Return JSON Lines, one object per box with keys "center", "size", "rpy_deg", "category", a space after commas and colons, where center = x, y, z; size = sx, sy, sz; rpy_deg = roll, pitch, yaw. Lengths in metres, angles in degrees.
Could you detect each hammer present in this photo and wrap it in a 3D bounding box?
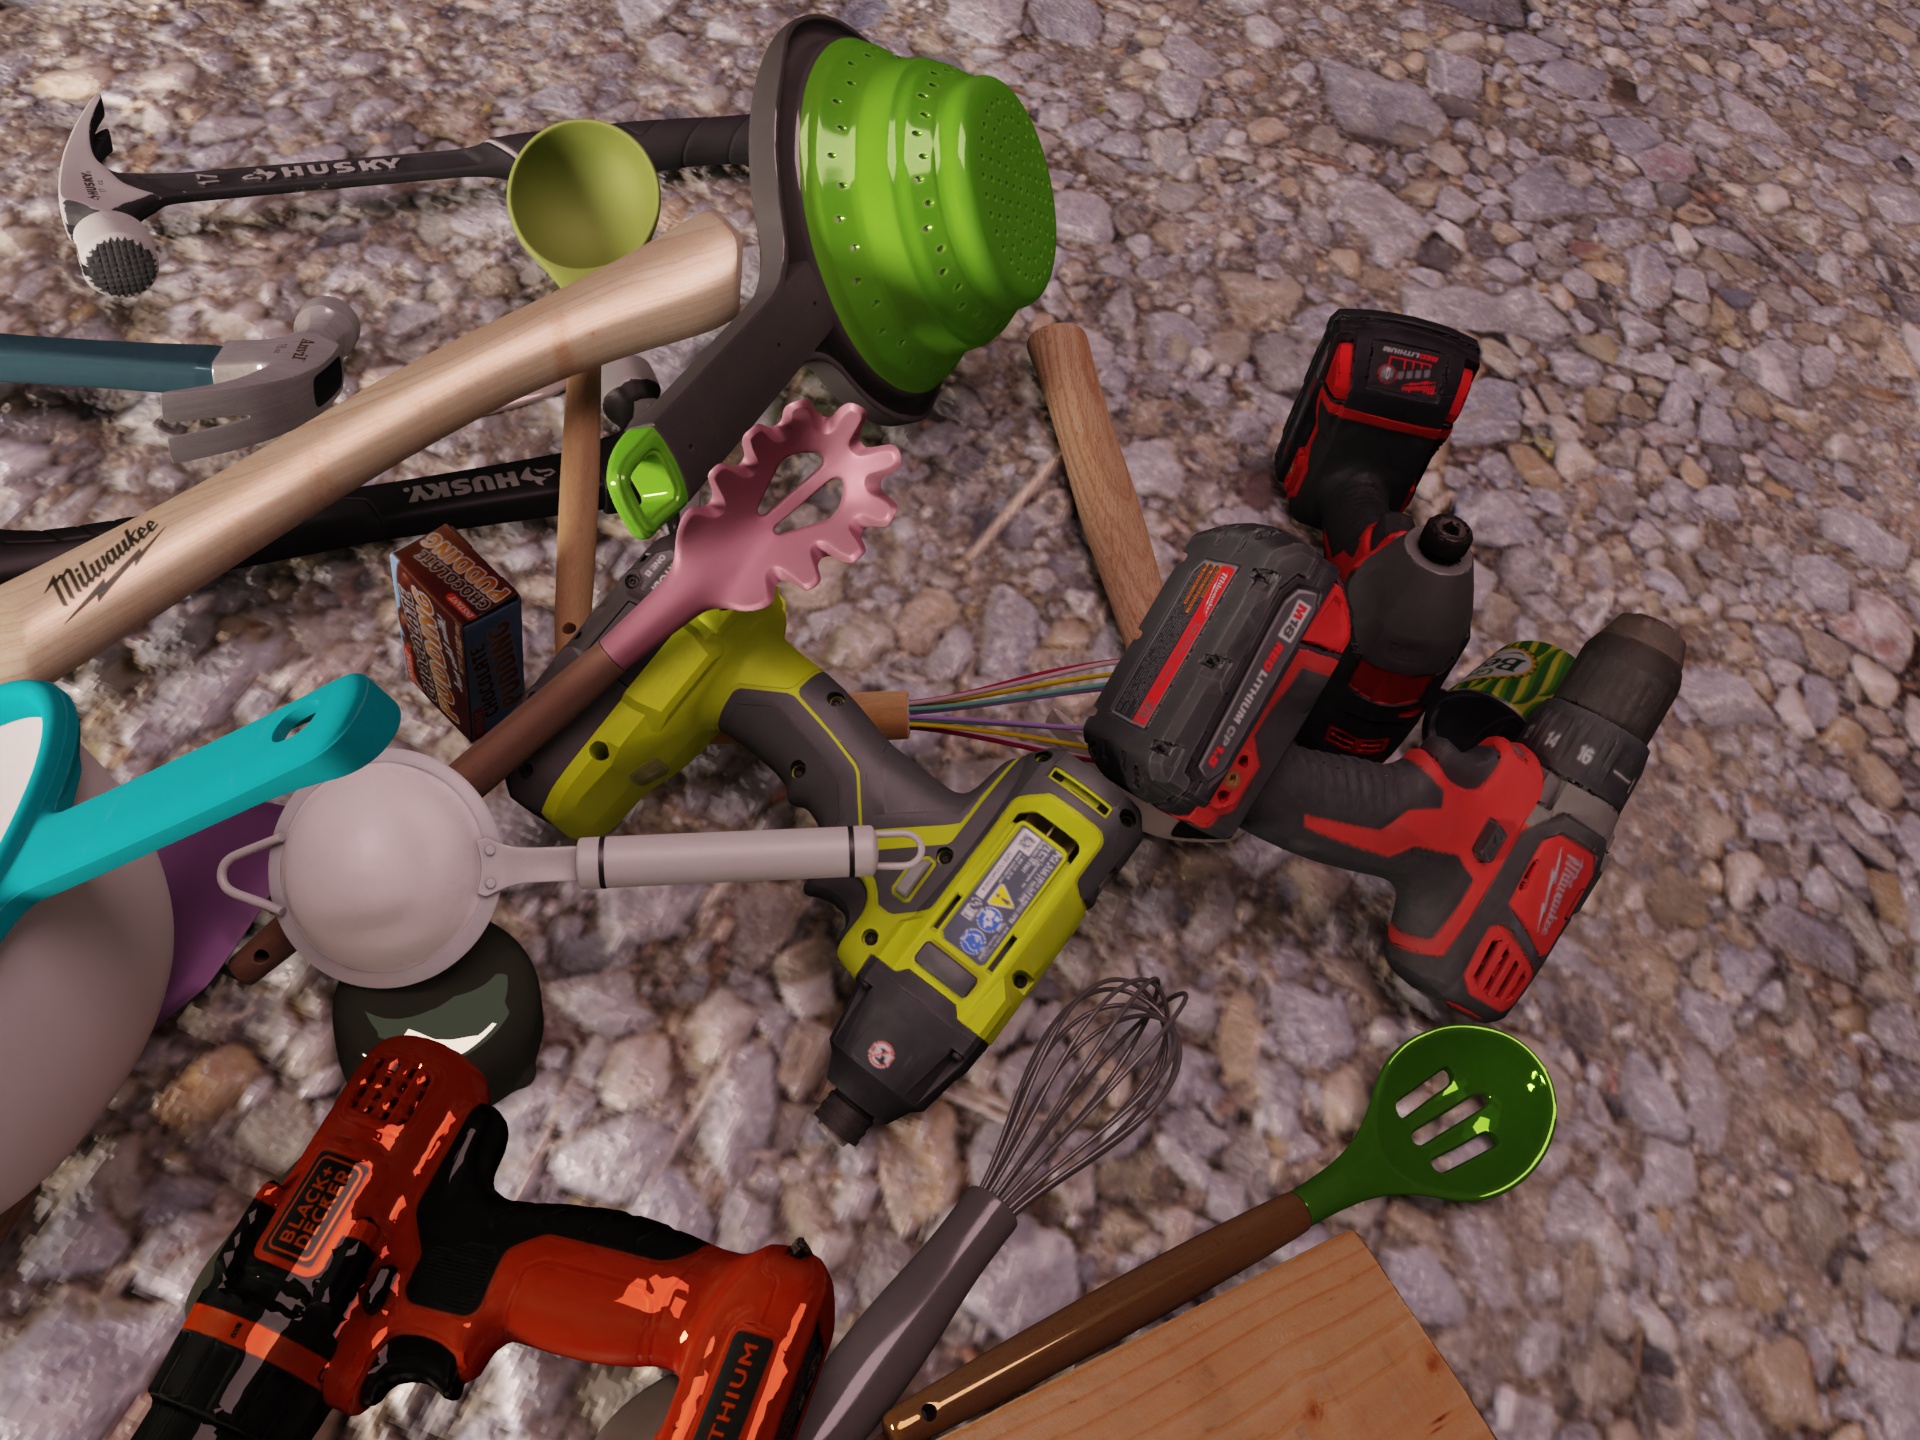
{"center": [-0.272, -0.119, 0.674], "size": [0.410, 0.038, 0.146], "rpy_deg": [-36, 80, -19], "category": "hammer"}
{"center": [-0.275, -0.311, 0.883], "size": [0.409, 0.036, 0.149], "rpy_deg": [-16, 52, -26], "category": "hammer"}
{"center": [0.081, -0.084, 0.811], "size": [0.130, 0.031, 0.332], "rpy_deg": [-2, 54, -16], "category": "hammer"}
{"center": [-0.279, -0.087, 0.720], "size": [0.334, 0.035, 0.146], "rpy_deg": [-13, 58, -23], "category": "hammer"}
{"center": [-0.457, -0.167, 0.724], "size": [0.331, 0.033, 0.128], "rpy_deg": [2, 36, -9], "category": "hammer"}

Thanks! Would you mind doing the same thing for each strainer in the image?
{"center": [-0.271, 0.075, 0.481], "size": [0.340, 0.095, 0.211], "rpy_deg": [-21, 42, 23], "category": "strainer"}
{"center": [-0.141, 0.050, 0.573], "size": [0.258, 0.050, 0.087], "rpy_deg": [-2, 87, -7], "category": "strainer"}

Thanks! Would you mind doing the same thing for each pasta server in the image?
{"center": [-0.151, -0.006, 0.592], "size": [0.316, 0.040, 0.060], "rpy_deg": [-40, 101, 1], "category": "pasta server"}

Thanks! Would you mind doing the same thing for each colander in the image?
{"center": [-0.038, -0.205, 0.737], "size": [0.094, 0.204, 0.397], "rpy_deg": [-4, 37, 26], "category": "colander"}

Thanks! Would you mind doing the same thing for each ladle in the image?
{"center": [-0.179, -0.162, 0.745], "size": [0.078, 0.062, 0.320], "rpy_deg": [-6, 56, -1], "category": "ladle"}

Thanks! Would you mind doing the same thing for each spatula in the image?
{"center": [-0.322, 0.150, 0.542], "size": [0.060, 0.018, 0.316], "rpy_deg": [9, 51, 12], "category": "spatula"}

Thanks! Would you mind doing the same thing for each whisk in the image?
{"center": [0.013, 0.181, 0.587], "size": [0.055, 0.055, 0.239], "rpy_deg": [36, 58, 13], "category": "whisk"}
{"center": [-0.001, -0.001, 0.697], "size": [0.245, 0.051, 0.047], "rpy_deg": [-1, 76, 2], "category": "whisk"}

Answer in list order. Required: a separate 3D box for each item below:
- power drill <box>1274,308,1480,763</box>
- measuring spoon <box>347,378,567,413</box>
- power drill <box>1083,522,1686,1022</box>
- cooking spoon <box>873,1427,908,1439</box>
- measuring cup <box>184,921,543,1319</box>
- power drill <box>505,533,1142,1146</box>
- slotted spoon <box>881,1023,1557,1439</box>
{"center": [0.209, -0.098, 0.786], "size": [0.078, 0.143, 0.220], "rpy_deg": [12, 50, -2], "category": "power drill"}
{"center": [-0.250, -0.163, 0.793], "size": [0.124, 0.018, 0.034], "rpy_deg": [-22, 62, -28], "category": "measuring spoon"}
{"center": [0.187, 0.002, 0.659], "size": [0.226, 0.080, 0.188], "rpy_deg": [30, 92, -19], "category": "power drill"}
{"center": [0.069, 0.358, 0.488], "size": [0.069, 0.017, 0.319], "rpy_deg": [-25, 63, -34], "category": "cooking spoon"}
{"center": [-0.214, 0.136, 0.566], "size": [0.083, 0.038, 0.168], "rpy_deg": [28, 50, 7], "category": "measuring cup"}
{"center": [-0.064, 0.044, 0.635], "size": [0.223, 0.080, 0.171], "rpy_deg": [36, 80, 11], "category": "power drill"}
{"center": [0.108, 0.195, 0.604], "size": [0.313, 0.031, 0.070], "rpy_deg": [-18, 66, -27], "category": "slotted spoon"}
